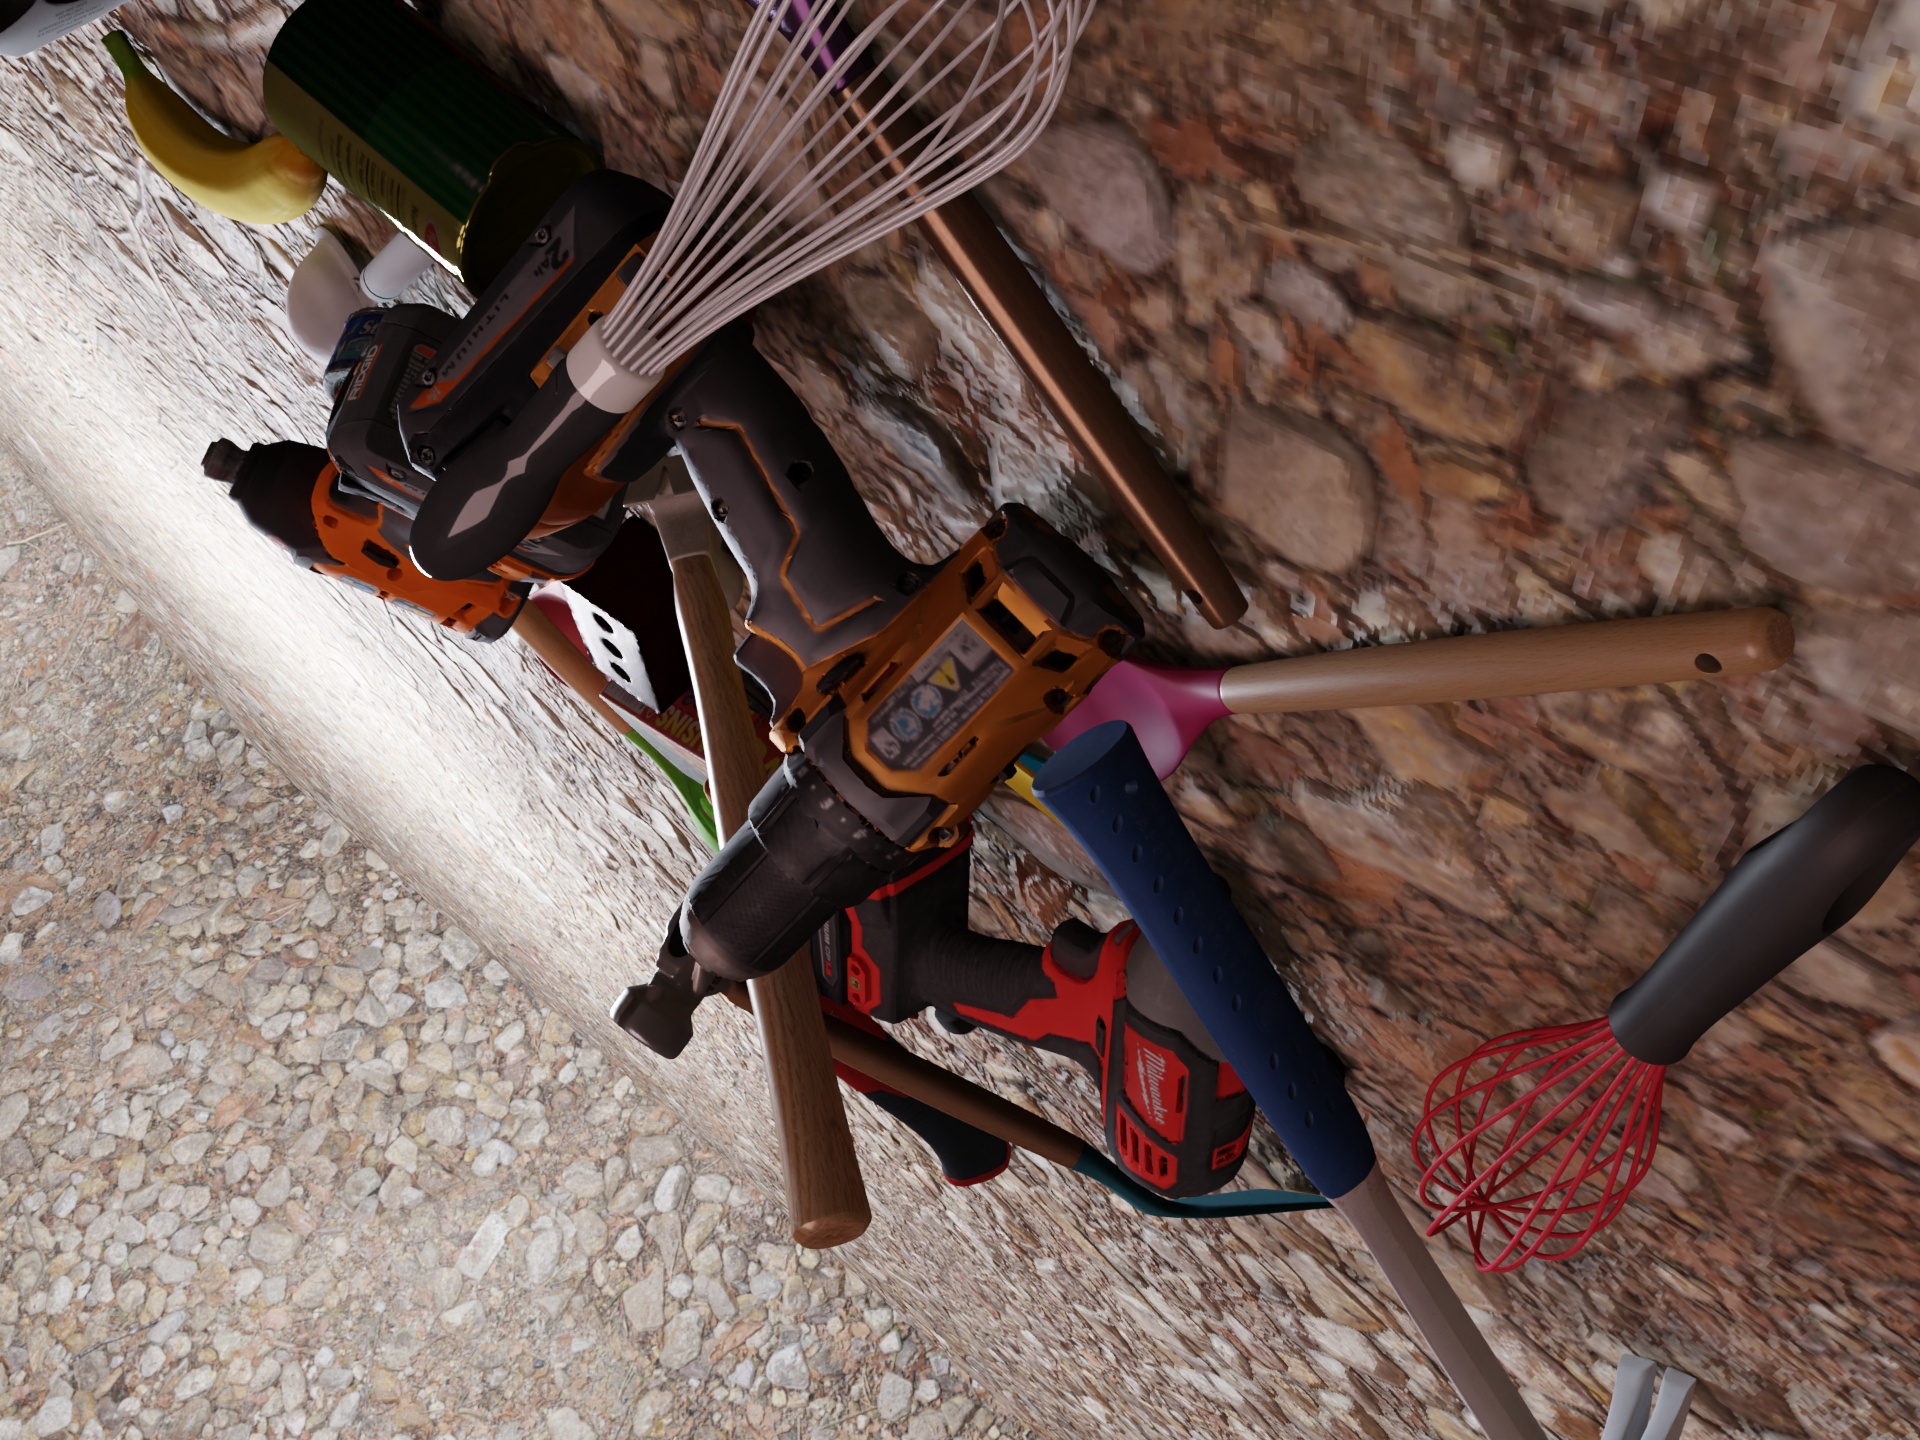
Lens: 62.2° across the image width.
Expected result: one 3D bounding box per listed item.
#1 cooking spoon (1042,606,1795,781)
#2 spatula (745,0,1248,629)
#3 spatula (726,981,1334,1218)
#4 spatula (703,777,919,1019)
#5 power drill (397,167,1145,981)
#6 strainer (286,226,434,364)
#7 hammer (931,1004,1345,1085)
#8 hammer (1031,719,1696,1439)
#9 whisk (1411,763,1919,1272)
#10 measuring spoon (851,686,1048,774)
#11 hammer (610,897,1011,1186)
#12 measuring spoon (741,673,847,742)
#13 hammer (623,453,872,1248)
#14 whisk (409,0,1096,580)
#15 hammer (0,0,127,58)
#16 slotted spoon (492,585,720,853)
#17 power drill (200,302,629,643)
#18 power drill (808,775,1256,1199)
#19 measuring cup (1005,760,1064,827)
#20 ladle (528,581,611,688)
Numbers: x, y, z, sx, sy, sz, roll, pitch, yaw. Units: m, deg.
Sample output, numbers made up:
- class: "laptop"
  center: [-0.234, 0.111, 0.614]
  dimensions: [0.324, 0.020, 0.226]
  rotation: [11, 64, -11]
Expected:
- class: "cooking spoon"
  center: [0.101, -0.011, 0.480]
  dimensions: [0.068, 0.017, 0.319]
  rotation: [55, 156, -15]
- class: "spatula"
  center: [-0.014, -0.150, 0.432]
  dimensions: [0.315, 0.018, 0.060]
  rotation: [52, 157, -14]
- class: "spatula"
  center: [0.036, 0.185, 0.758]
  dimensions: [0.317, 0.044, 0.082]
  rotation: [28, 162, -12]
- class: "spatula"
  center: [-0.085, 0.100, 0.890]
  dimensions: [0.081, 0.041, 0.322]
  rotation: [49, 169, 27]
- class: "power drill"
  center: [-0.079, -0.042, 0.525]
  dimensions: [0.226, 0.185, 0.084]
  rotation: [45, -168, 6]
- class: "strainer"
  center: [-0.280, -0.208, 0.758]
  dimensions: [0.258, 0.050, 0.086]
  rotation: [-2, 115, 56]
- class: "hammer"
  center: [0.055, 0.137, 0.795]
  dimensions: [0.127, 0.034, 0.337]
  rotation: [53, 156, -23]
- class: "hammer"
  center: [0.152, 0.171, 0.588]
  dimensions: [0.405, 0.144, 0.035]
  rotation: [57, 153, -14]
- class: "whisk"
  center: [0.193, 0.096, 0.464]
  dimensions: [0.073, 0.073, 0.295]
  rotation: [36, 151, 19]
- class: "measuring spoon"
  center: [-0.001, -0.002, 0.678]
  dimensions: [0.129, 0.021, 0.042]
  rotation: [24, 152, 21]
- class: "hammer"
  center: [-0.042, 0.174, 0.880]
  dimensions: [0.038, 0.143, 0.385]
  rotation: [28, 165, 34]
- class: "measuring spoon"
  center: [-0.086, -0.006, 0.816]
  dimensions: [0.124, 0.018, 0.034]
  rotation: [38, 171, 32]
- class: "hammer"
  center: [-0.083, 0.034, 0.613]
  dimensions: [0.130, 0.031, 0.332]
  rotation: [82, 172, -61]
- class: "whisk"
  center: [-0.072, -0.112, 0.412]
  dimensions: [0.284, 0.070, 0.070]
  rotation: [-33, 104, 37]
- class: "hammer"
  center: [-0.252, -0.313, 0.455]
  dimensions: [0.035, 0.146, 0.335]
  rotation: [48, 146, -10]
- class: "slotted spoon"
  center: [-0.207, -0.015, 0.913]
  dimensions: [0.313, 0.031, 0.070]
  rotation: [50, -168, -27]
- class: "power drill"
  center: [-0.254, -0.107, 0.730]
  dimensions: [0.164, 0.084, 0.226]
  rotation: [25, 160, -26]
- class: "power drill"
  center: [0.031, 0.097, 0.681]
  dimensions: [0.220, 0.078, 0.143]
  rotation: [24, 127, 34]
- class: "measuring cup"
  center: [0.010, -0.003, 0.633]
  dimensions: [0.156, 0.029, 0.062]
  rotation: [39, 158, 11]
- class: "ladle"
  center: [-0.216, -0.102, 0.847]
  dimensions: [0.069, 0.031, 0.315]
  rotation: [30, 154, 7]
